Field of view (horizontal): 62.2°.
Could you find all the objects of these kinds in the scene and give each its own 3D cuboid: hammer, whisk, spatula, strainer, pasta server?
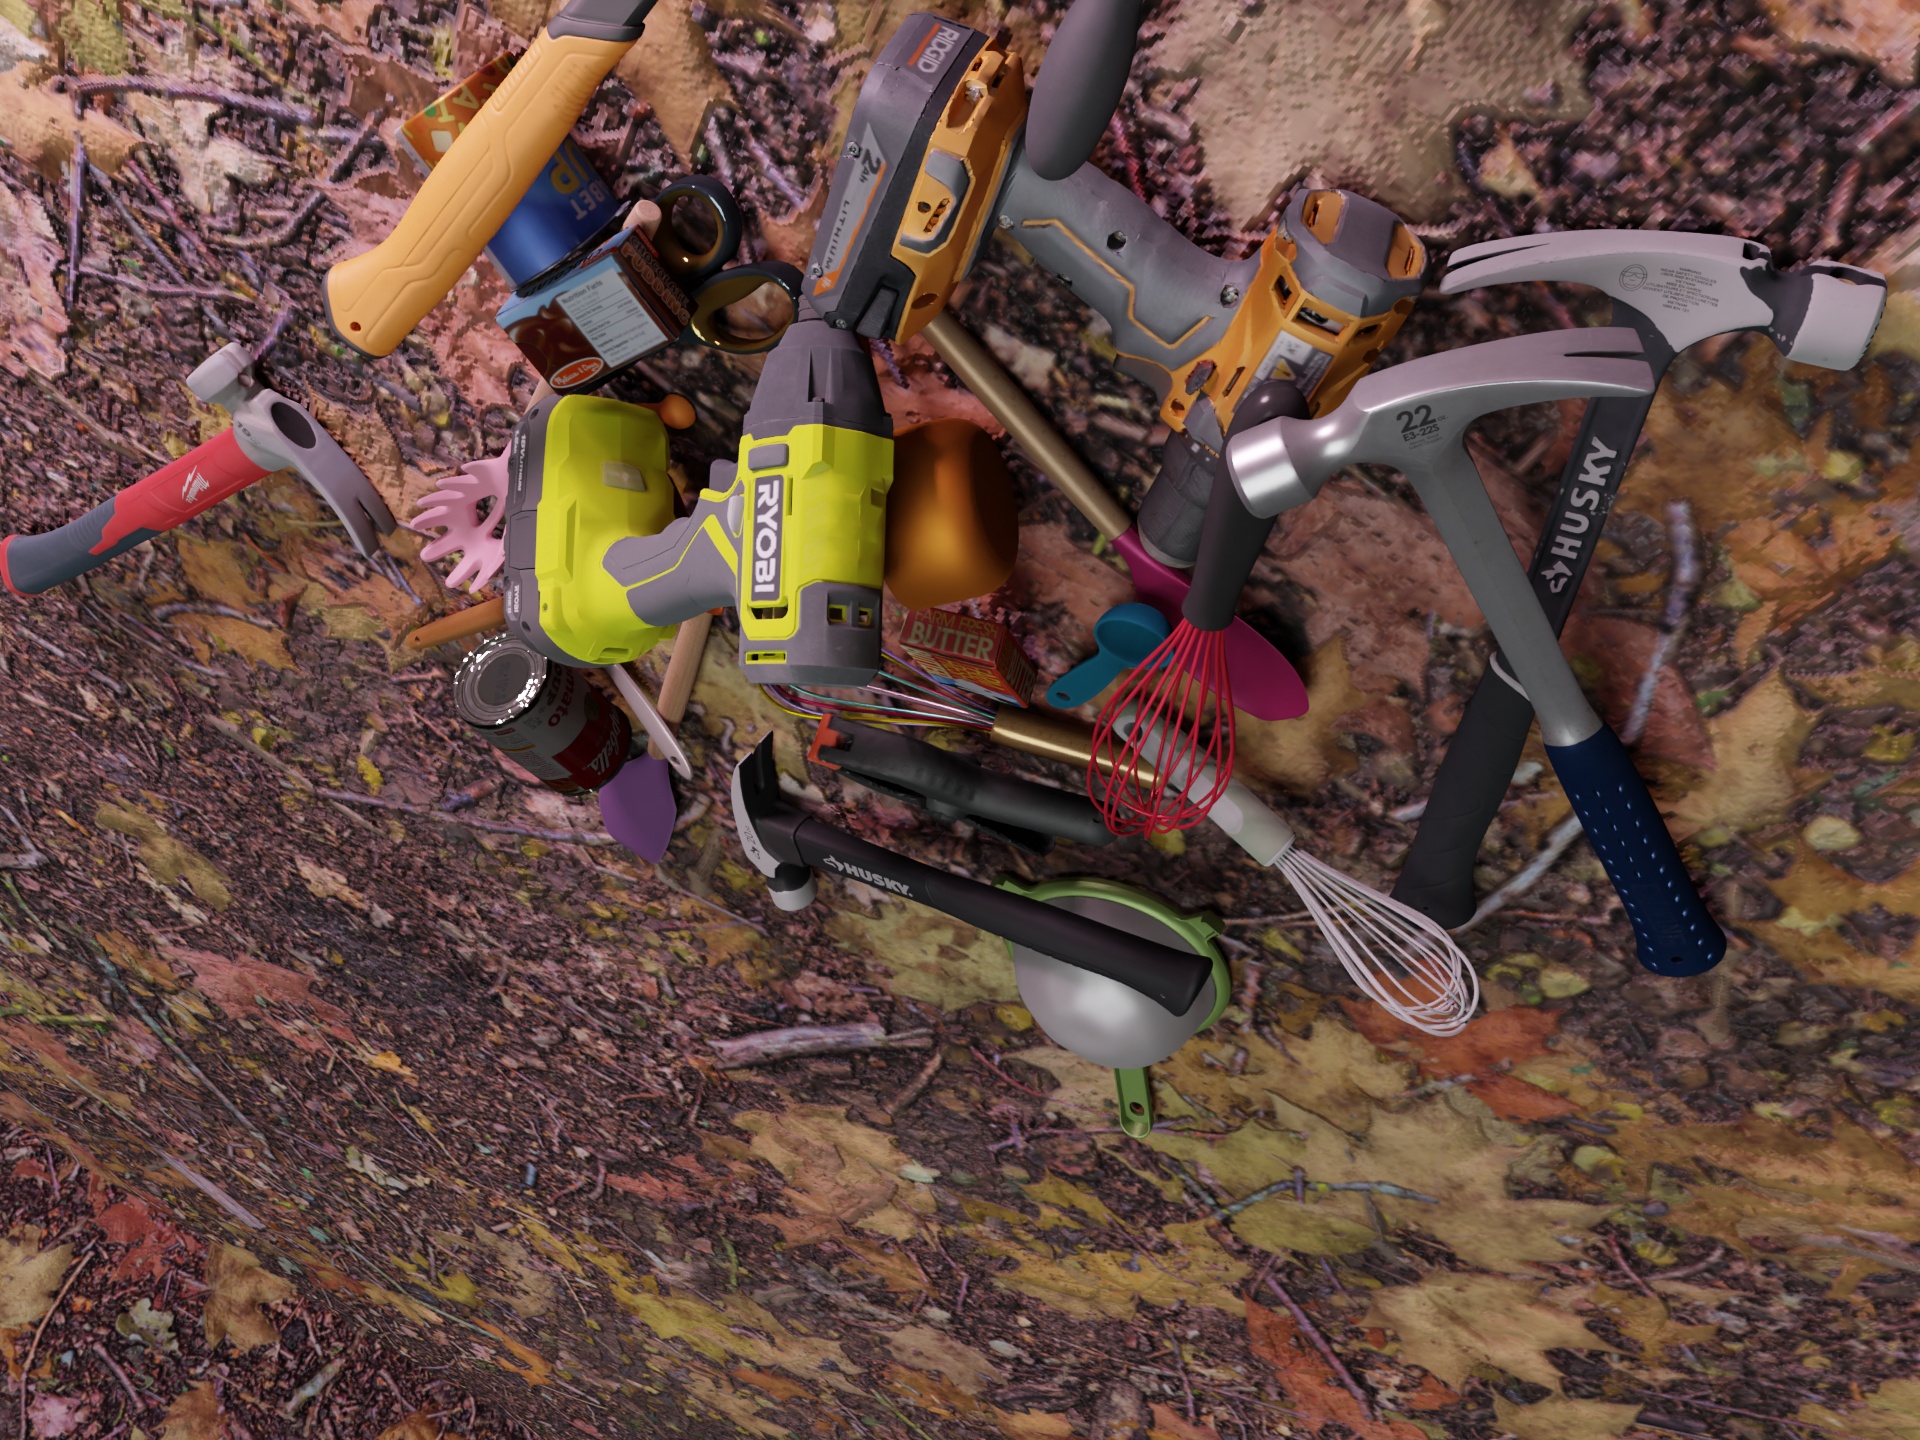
[{"bbox_3d":[-0.156,-0.259,0.651,0.127,0.034,0.337,43,121,-17],"label":"hammer"},{"bbox_3d":[-0.003,0.102,0.957,0.335,0.035,0.146,17,140,31],"label":"hammer"},{"bbox_3d":[-0.002,-0.001,0.892,0.245,0.047,0.051,17,137,9],"label":"whisk"},{"bbox_3d":[-0.191,0.004,1.021,0.060,0.018,0.315,32,140,2],"label":"spatula"},{"bbox_3d":[0.108,-0.037,0.717,0.073,0.073,0.295,21,143,9],"label":"whisk"},{"bbox_3d":[0.097,0.211,1.031,0.151,0.069,0.256,8,134,22],"label":"strainer"},{"bbox_3d":[-0.532,-0.129,1.063,0.386,0.038,0.143,-13,126,38],"label":"hammer"},{"bbox_3d":[0.265,-0.003,0.680,0.144,0.035,0.405,-19,134,27],"label":"hammer"},{"bbox_3d":[-0.248,-0.075,0.954,0.322,0.041,0.081,-12,103,39],"label":"spatula"},{"bbox_3d":[0.075,-0.300,0.489,0.070,0.070,0.284,26,127,3],"label":"whisk"},{"bbox_3d":[0.173,0.074,0.837,0.246,0.059,0.057,42,135,6],"label":"whisk"},{"bbox_3d":[-0.224,-0.163,0.840,0.060,0.040,0.316,48,140,-2],"label":"pasta server"},{"bbox_3d":[0.251,-0.035,0.718,0.149,0.036,0.408,18,139,14],"label":"hammer"}]

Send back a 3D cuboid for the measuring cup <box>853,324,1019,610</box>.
[{"bbox_3d":[-0.015,-0.138,0.742,0.052,0.095,0.173,-7,109,20],"label":"measuring cup"}]

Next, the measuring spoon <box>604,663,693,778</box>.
[{"bbox_3d":[-0.209,-0.011,0.995,0.034,0.018,0.124,-23,105,51],"label":"measuring spoon"}]

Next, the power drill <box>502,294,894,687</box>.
[{"bbox_3d":[-0.122,-0.102,0.749,0.223,0.080,0.171,1,89,44],"label":"power drill"}]

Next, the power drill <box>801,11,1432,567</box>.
[{"bbox_3d":[0.052,-0.166,0.664,0.226,0.084,0.185,25,140,-3],"label":"power drill"}]

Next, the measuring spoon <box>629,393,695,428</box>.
[{"bbox_3d":[-0.191,-0.159,0.857,0.117,0.011,0.021,-1,131,31],"label":"measuring spoon"}]

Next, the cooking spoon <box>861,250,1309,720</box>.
[{"bbox_3d":[0.060,-0.110,0.760,0.318,0.017,0.069,45,153,-18],"label":"cooking spoon"}]

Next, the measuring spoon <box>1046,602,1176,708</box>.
[{"bbox_3d":[0.075,-0.033,0.826,0.042,0.021,0.128,29,156,-9],"label":"measuring spoon"}]
